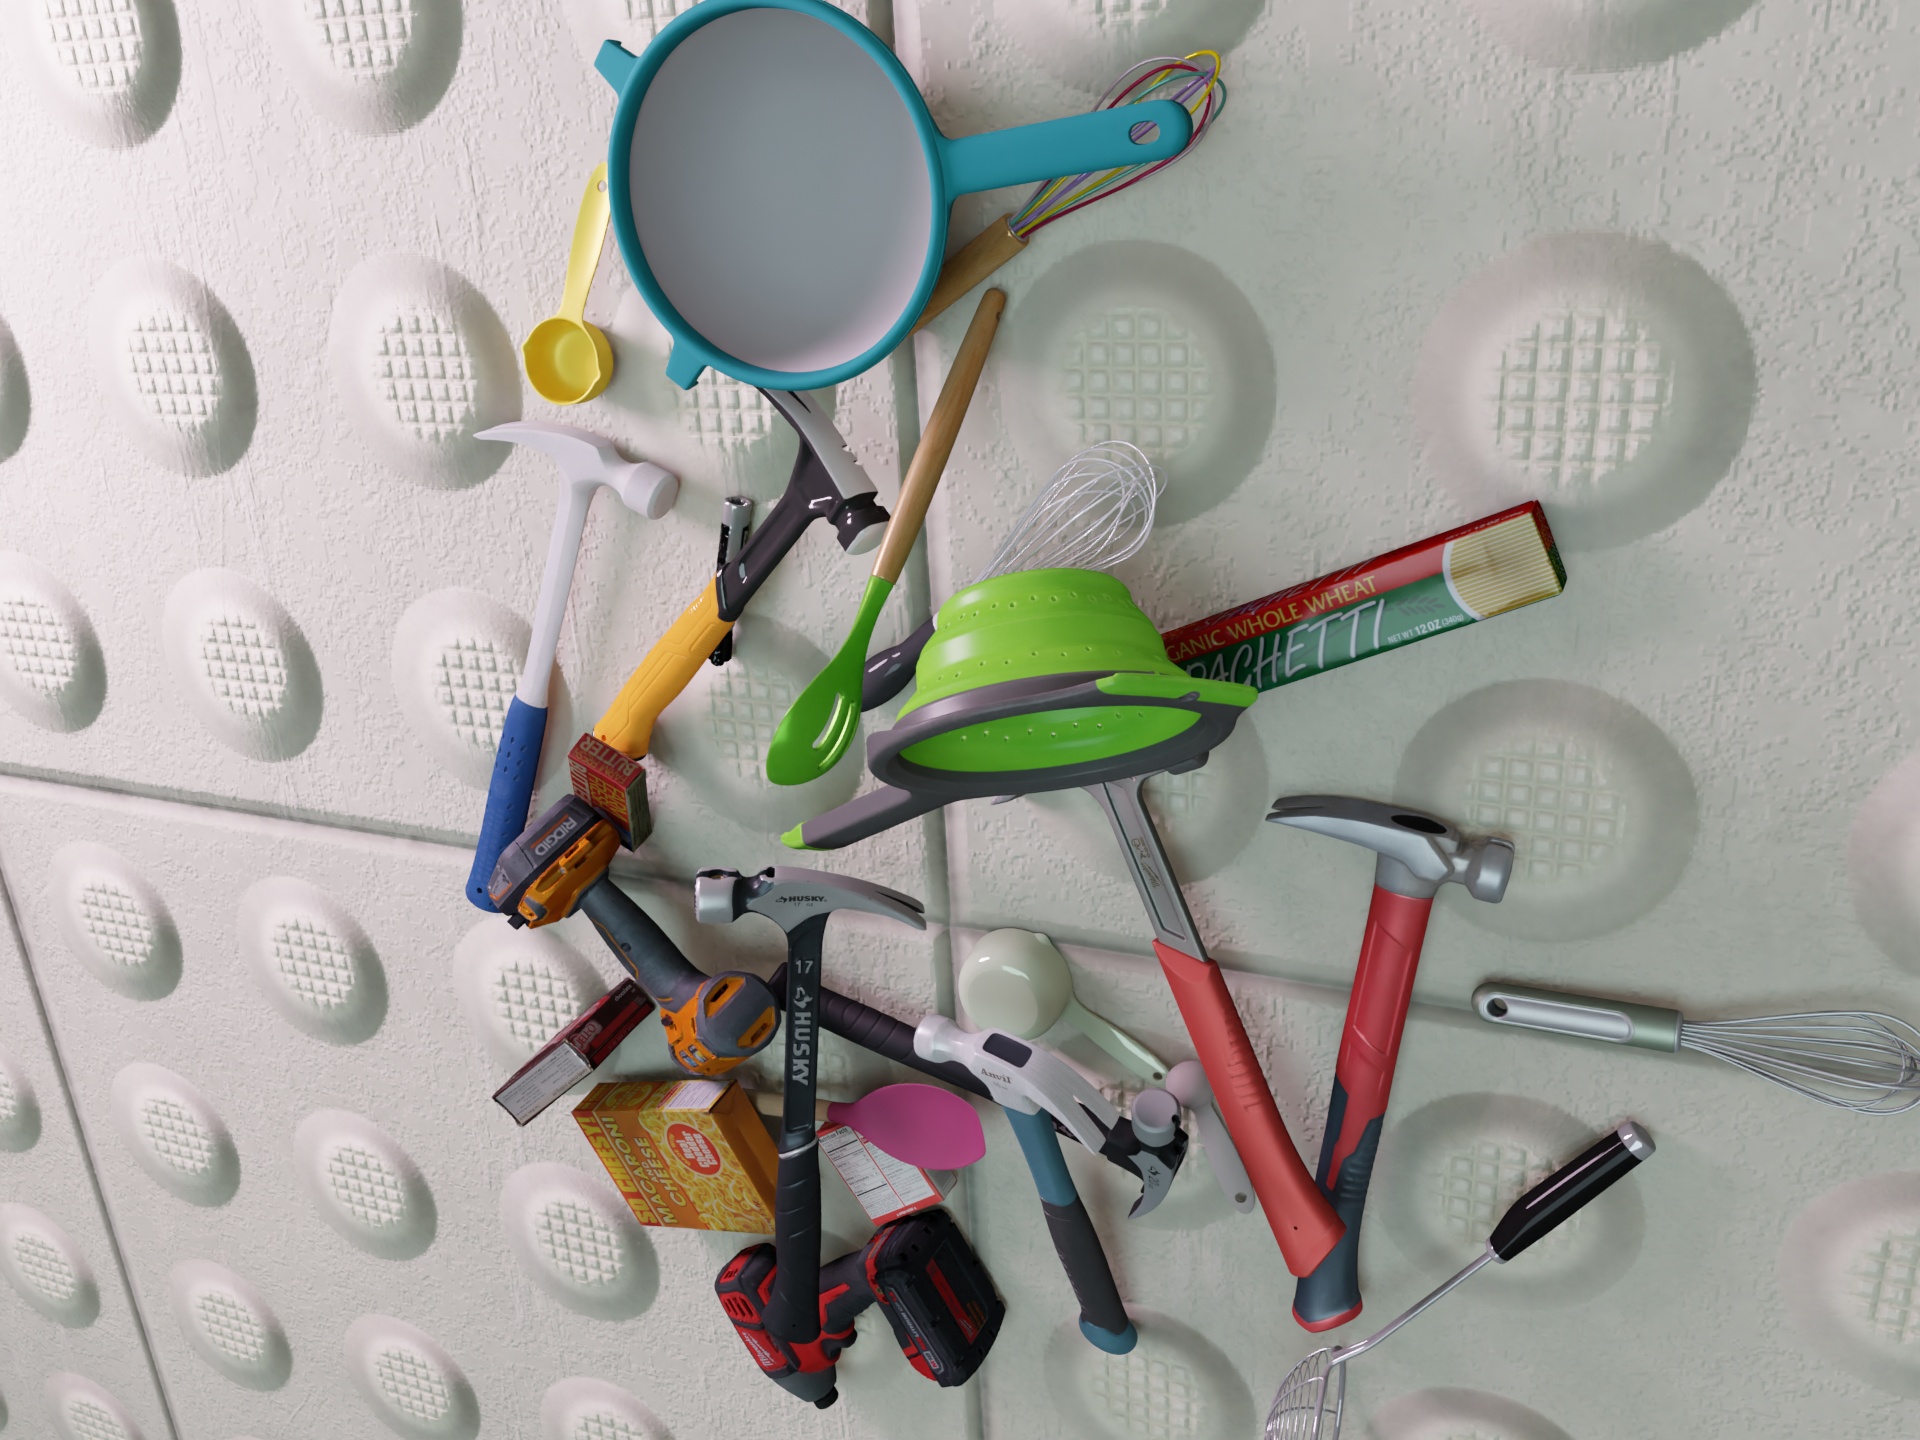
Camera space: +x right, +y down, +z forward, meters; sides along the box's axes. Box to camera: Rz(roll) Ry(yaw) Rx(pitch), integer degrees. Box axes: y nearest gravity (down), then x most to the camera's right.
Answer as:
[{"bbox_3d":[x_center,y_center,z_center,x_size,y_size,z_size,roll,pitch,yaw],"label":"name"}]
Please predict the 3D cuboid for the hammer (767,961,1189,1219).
[{"bbox_3d":[0.001,0.248,1.117,0.335,0.035,0.146,19,144,23],"label":"hammer"}]

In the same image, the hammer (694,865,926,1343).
[{"bbox_3d":[-0.107,0.279,1.106,0.149,0.036,0.408,1,117,-6],"label":"hammer"}]

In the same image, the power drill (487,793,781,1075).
[{"bbox_3d":[-0.241,0.172,1.174,0.226,0.084,0.164,44,150,-1],"label":"power drill"}]

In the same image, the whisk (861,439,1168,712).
[{"bbox_3d":[0.018,-0.077,0.982,0.284,0.070,0.070,-36,94,37],"label":"whisk"}]

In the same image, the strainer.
[{"bbox_3d":[-0.030,-0.302,0.880,0.340,0.095,0.211,-1,111,24],"label":"strainer"}]

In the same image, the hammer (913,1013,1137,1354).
[{"bbox_3d":[0.068,0.329,1.083,0.128,0.033,0.330,10,135,35],"label":"hammer"}]

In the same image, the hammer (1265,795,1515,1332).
[{"bbox_3d":[0.241,0.231,1.018,0.143,0.038,0.386,14,116,20],"label":"hammer"}]

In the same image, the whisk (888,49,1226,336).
[{"bbox_3d":[0.048,-0.289,0.887,0.245,0.051,0.047,-30,73,35],"label":"whisk"}]

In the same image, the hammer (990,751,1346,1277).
[{"bbox_3d":[0.148,0.183,1.008,0.149,0.036,0.359,-21,93,33],"label":"hammer"}]

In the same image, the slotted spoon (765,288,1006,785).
[{"bbox_3d":[-0.036,-0.105,0.914,0.031,0.070,0.314,20,85,24],"label":"slotted spoon"}]

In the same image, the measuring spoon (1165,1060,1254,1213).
[{"bbox_3d":[0.174,0.287,1.079,0.034,0.018,0.124,-23,104,9],"label":"measuring spoon"}]

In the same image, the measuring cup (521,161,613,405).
[{"bbox_3d":[-0.241,-0.281,1.031,0.062,0.029,0.156,22,107,14],"label":"measuring cup"}]

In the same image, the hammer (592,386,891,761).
[{"bbox_3d":[-0.167,-0.077,1.045,0.336,0.034,0.127,-44,74,41],"label":"hammer"}]

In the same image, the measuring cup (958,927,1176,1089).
[{"bbox_3d":[0.072,0.209,1.083,0.167,0.038,0.083,34,121,10],"label":"measuring cup"}]

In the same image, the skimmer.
[{"bbox_3d":[0.322,0.396,1.022,0.090,0.127,0.363,45,113,10],"label":"skimmer"}]

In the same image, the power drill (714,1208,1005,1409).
[{"bbox_3d":[-0.082,0.469,1.246,0.219,0.078,0.143,-24,99,34],"label":"power drill"}]

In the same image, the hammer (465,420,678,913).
[{"bbox_3d":[-0.315,-0.028,1.161,0.144,0.035,0.405,27,120,11],"label":"hammer"}]

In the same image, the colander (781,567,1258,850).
[{"bbox_3d":[-0.002,-0.003,0.953,0.397,0.204,0.094,-25,66,50],"label":"colander"}]

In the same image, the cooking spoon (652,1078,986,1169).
[{"bbox_3d":[-0.115,0.290,1.190,0.319,0.017,0.068,-2,107,34],"label":"cooking spoon"}]

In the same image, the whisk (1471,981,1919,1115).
[{"bbox_3d":[0.420,0.180,0.911,0.246,0.059,0.058,5,102,27],"label":"whisk"}]
